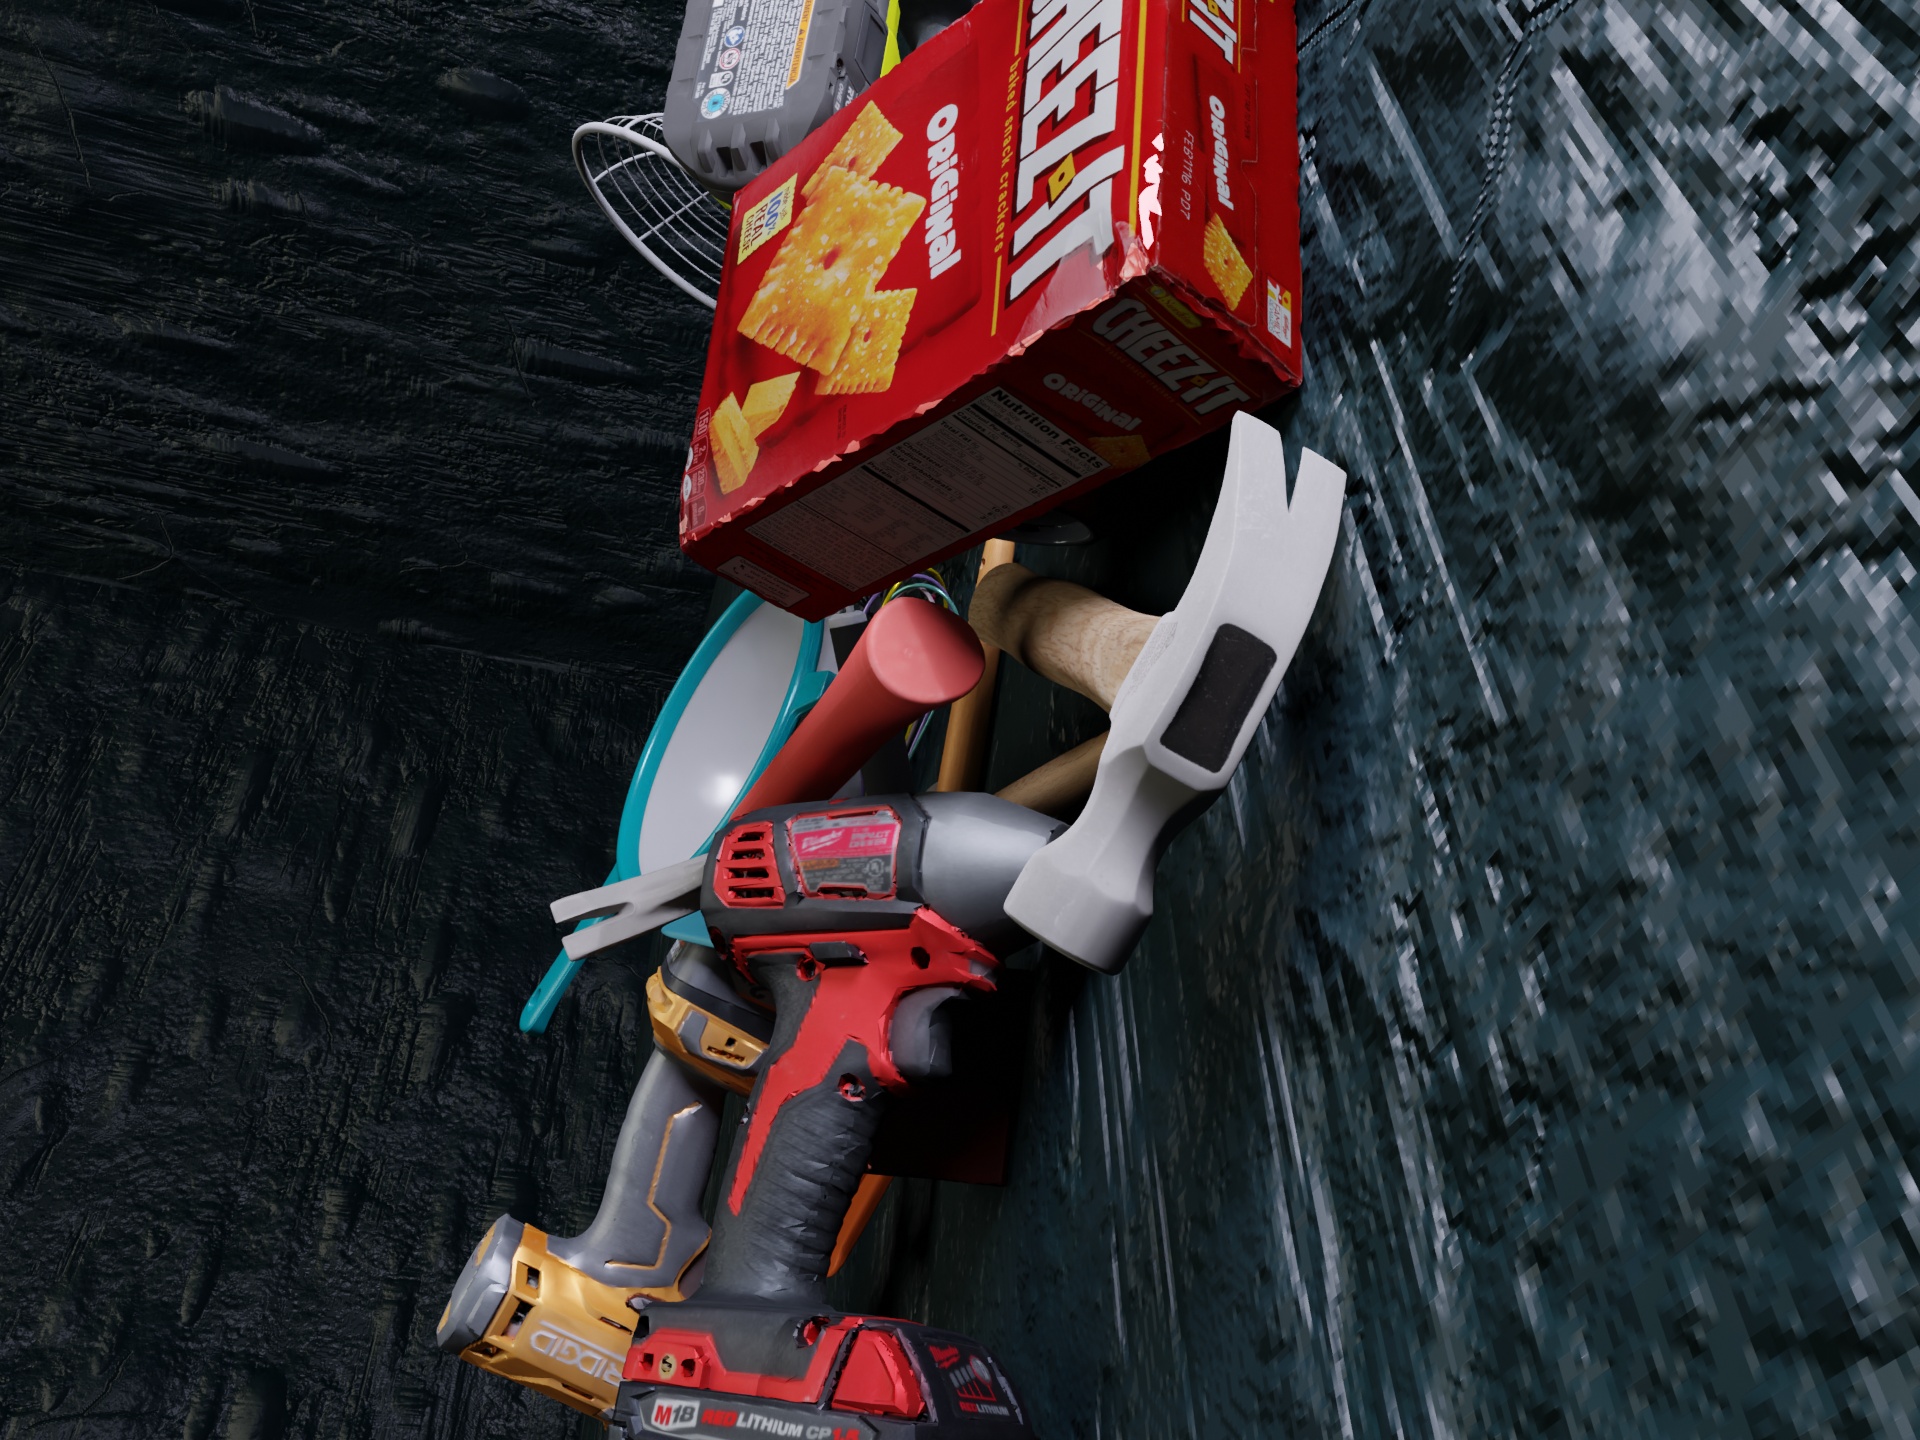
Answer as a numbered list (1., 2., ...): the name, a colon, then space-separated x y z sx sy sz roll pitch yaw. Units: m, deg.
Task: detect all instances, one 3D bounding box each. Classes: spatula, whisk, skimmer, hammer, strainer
1. spatula: -0.018 0.072 0.687 0.081 0.041 0.323 163 119 -71
2. spatula: -0.025 0.050 0.619 0.317 0.082 0.044 -35 77 55
3. whisk: -0.049 -0.070 0.944 0.239 0.055 0.055 134 146 -76
4. skimmer: -0.094 -0.100 0.750 0.127 0.090 0.363 3 107 66
5. hammer: 0.038 -0.028 0.497 0.130 0.031 0.331 -60 10 4
6. strainer: -0.143 0.073 0.943 0.340 0.095 0.211 -55 26 18
7. hammer: -0.078 0.033 0.649 0.037 0.149 0.359 67 157 9
8. whisk: -0.039 0.037 0.834 0.047 0.051 0.245 -54 -23 -68

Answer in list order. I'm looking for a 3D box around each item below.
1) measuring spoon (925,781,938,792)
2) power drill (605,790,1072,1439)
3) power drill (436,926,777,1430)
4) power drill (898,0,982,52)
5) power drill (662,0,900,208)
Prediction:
1. measuring spoon: -0.001 -0.002 0.728 0.034 0.018 0.124 -165 87 -78
2. power drill: -0.025 0.126 0.494 0.078 0.143 0.220 40 -130 -51
3. power drill: -0.111 0.230 0.754 0.226 0.185 0.084 -61 11 -5
4. power drill: -0.043 -0.333 0.802 0.187 0.080 0.227 46 -123 -54
5. power drill: -0.026 -0.253 0.710 0.228 0.080 0.191 34 -118 -60
